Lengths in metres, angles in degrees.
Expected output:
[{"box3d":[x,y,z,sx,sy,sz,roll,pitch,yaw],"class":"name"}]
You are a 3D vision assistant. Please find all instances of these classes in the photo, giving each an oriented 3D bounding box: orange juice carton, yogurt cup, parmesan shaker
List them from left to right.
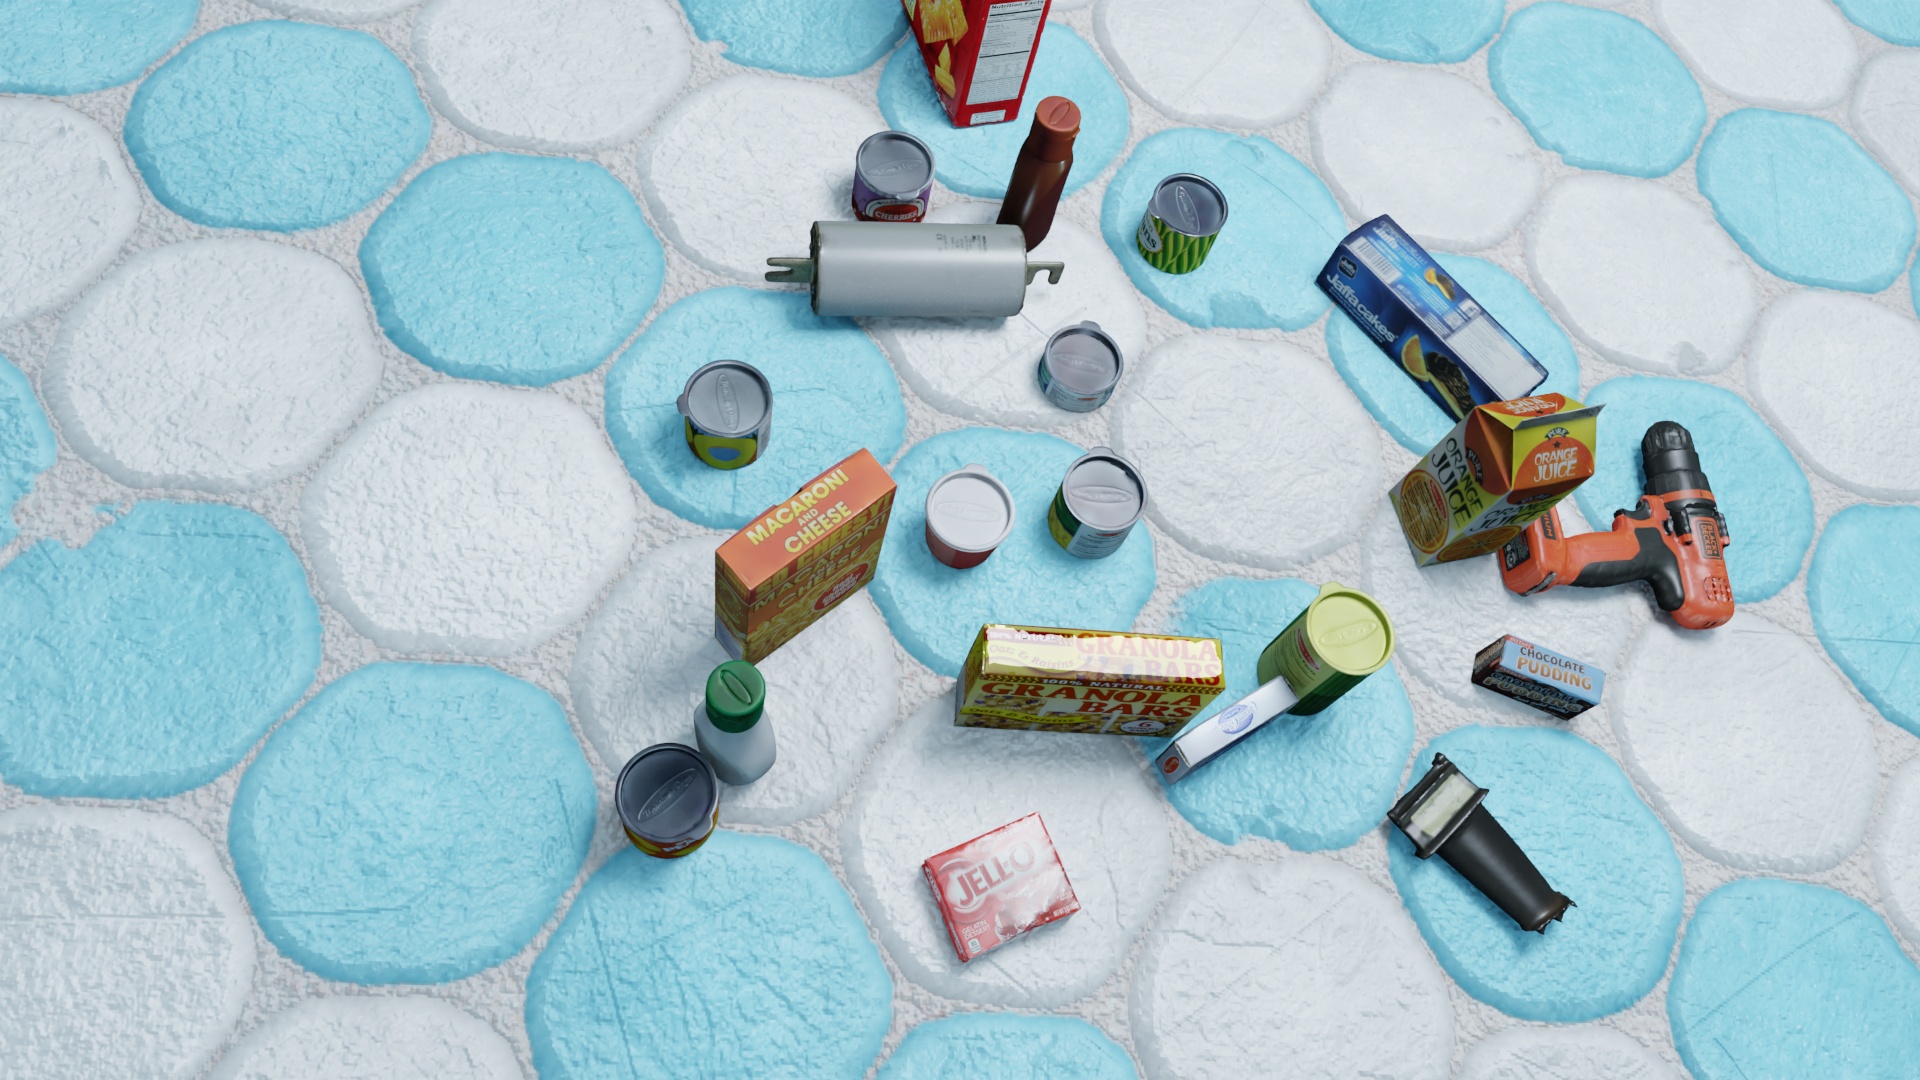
[{"box3d":[0.004,-0.013,1.049,0.072,0.053,0.072,4,66,-8],"class":"yogurt cup"},{"box3d":[0.267,0.081,1.024,0.071,0.102,0.071,4,66,-8],"class":"parmesan shaker"},{"box3d":[0.410,-0.052,1.060,0.072,0.191,0.073,-10,68,-14],"class":"orange juice carton"}]

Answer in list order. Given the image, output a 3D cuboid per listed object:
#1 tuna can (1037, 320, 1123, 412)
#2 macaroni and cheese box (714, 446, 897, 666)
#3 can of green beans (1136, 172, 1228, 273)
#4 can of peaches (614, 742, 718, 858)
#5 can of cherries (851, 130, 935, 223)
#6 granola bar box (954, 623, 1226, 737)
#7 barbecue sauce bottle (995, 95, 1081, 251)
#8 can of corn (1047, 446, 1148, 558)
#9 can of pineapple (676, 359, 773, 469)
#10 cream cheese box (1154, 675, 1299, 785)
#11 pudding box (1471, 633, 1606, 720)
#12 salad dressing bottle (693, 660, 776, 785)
[{"box3d":[0.098,-0.142,1.135,0.071,0.032,0.071,4,65,-8],"class":"tuna can"},{"box3d":[-0.110,0.016,0.953,0.124,0.165,0.040,-37,77,-22],"class":"macaroni and cheese box"},{"box3d":[0.190,-0.272,1.196,0.071,0.057,0.071,4,66,-8],"class":"can of green beans"},{"box3d":[-0.193,0.176,0.926,0.071,0.057,0.071,4,66,-8],"class":"can of peaches"},{"box3d":[-0.057,-0.297,1.164,0.071,0.058,0.072,4,66,-8],"class":"can of cherries"},{"box3d":[0.086,0.100,0.973,0.166,0.123,0.039,4,66,-8],"class":"granola bar box"},{"box3d":[0.065,-0.300,1.137,0.044,0.148,0.065,34,65,6],"class":"barbecue sauce bottle"},{"box3d":[0.105,-0.028,1.071,0.071,0.058,0.071,4,66,-8],"class":"can of corn"},{"box3d":[-0.178,-0.095,1.052,0.071,0.057,0.071,4,66,-8],"class":"can of pineapple"},{"box3d":[0.193,0.139,1.013,0.104,0.053,0.024,-27,73,-20],"class":"cream cheese box"},{"box3d":[0.447,0.105,1.074,0.084,0.049,0.030,22,64,0],"class":"pudding box"},{"box3d":[-0.148,0.119,0.911,0.044,0.147,0.064,-38,77,-22],"class":"salad dressing bottle"}]
